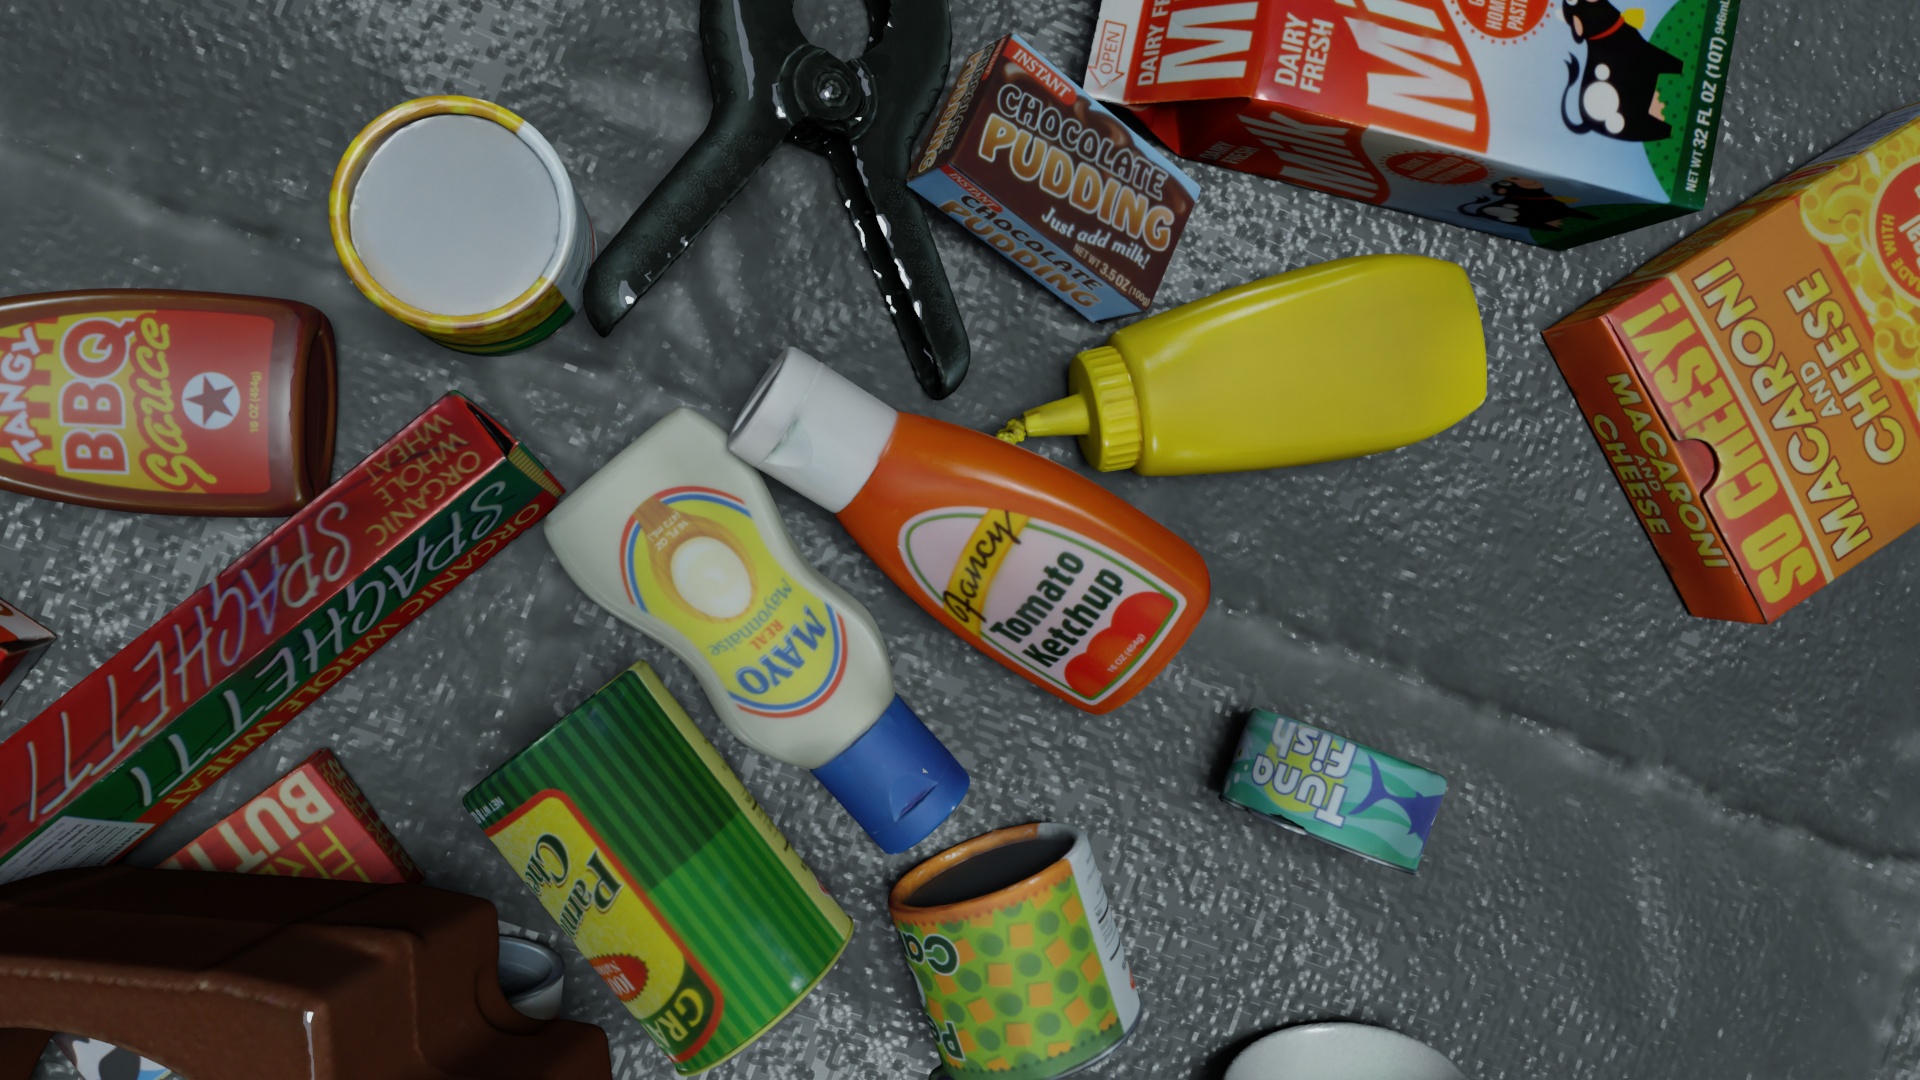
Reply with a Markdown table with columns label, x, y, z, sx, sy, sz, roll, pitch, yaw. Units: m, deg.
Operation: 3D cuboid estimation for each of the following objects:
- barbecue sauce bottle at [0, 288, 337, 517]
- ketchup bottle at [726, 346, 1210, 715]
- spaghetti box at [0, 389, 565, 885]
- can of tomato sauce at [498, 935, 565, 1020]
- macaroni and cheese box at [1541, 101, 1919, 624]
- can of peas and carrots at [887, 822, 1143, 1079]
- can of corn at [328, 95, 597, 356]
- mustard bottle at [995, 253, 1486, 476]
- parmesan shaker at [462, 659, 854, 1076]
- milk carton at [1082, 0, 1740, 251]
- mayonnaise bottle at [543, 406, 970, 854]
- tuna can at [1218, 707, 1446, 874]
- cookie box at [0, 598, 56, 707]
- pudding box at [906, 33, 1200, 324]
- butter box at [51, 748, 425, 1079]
| label | x | y | z | sx | sy | sz | roll | pitch | yaw |
| --- | --- | --- | --- | --- | --- | --- | --- | --- | --- |
| barbecue sauce bottle | -0.260 | -0.041 | 0.393 | 0.149 | 0.043 | 0.065 | 2 | 92 | -10 |
| ketchup bottle | 0.002 | -0.005 | 0.426 | 0.149 | 0.044 | 0.064 | 31 | 116 | -16 |
| spaghetti box | -0.223 | 0.051 | 0.392 | 0.250 | 0.050 | 0.029 | -41 | 78 | -8 |
| can of tomato sauce | -0.153 | 0.165 | 0.404 | 0.071 | 0.071 | 0.083 | 3 | 91 | -10 |
| macaroni and cheese box | 0.310 | -0.065 | 0.493 | 0.167 | 0.040 | 0.123 | -31 | 95 | -8 |
| can of peas and carrots | 0.014 | 0.128 | 0.431 | 0.071 | 0.071 | 0.058 | -19 | 94 | -9 |
| can of corn | -0.145 | -0.089 | 0.404 | 0.071 | 0.058 | 0.071 | 0 | 91 | -10 |
| mustard bottle | 0.087 | -0.052 | 0.450 | 0.160 | 0.049 | 0.065 | -11 | 95 | -9 |
| parmesan shaker | -0.090 | 0.096 | 0.414 | 0.071 | 0.071 | 0.103 | -38 | 94 | -7 |
| milk carton | 0.137 | -0.153 | 0.445 | 0.191 | 0.073 | 0.072 | 12 | 89 | -10 |
| mayonnaise bottle | -0.057 | 0.032 | 0.430 | 0.065 | 0.041 | 0.148 | -42 | 97 | -8 |
| tuna can | 0.118 | 0.079 | 0.447 | 0.071 | 0.071 | 0.033 | 21 | 86 | -10 |
| cookie box | -0.365 | 0.029 | 0.376 | 0.167 | 0.040 | 0.123 | 37 | 85 | -9 |
| pudding box | 0.031 | -0.111 | 0.434 | 0.083 | 0.030 | 0.050 | 31 | 75 | -28 |
| butter box | -0.218 | 0.114 | 0.412 | 0.103 | 0.024 | 0.053 | -36 | 97 | -7 |
